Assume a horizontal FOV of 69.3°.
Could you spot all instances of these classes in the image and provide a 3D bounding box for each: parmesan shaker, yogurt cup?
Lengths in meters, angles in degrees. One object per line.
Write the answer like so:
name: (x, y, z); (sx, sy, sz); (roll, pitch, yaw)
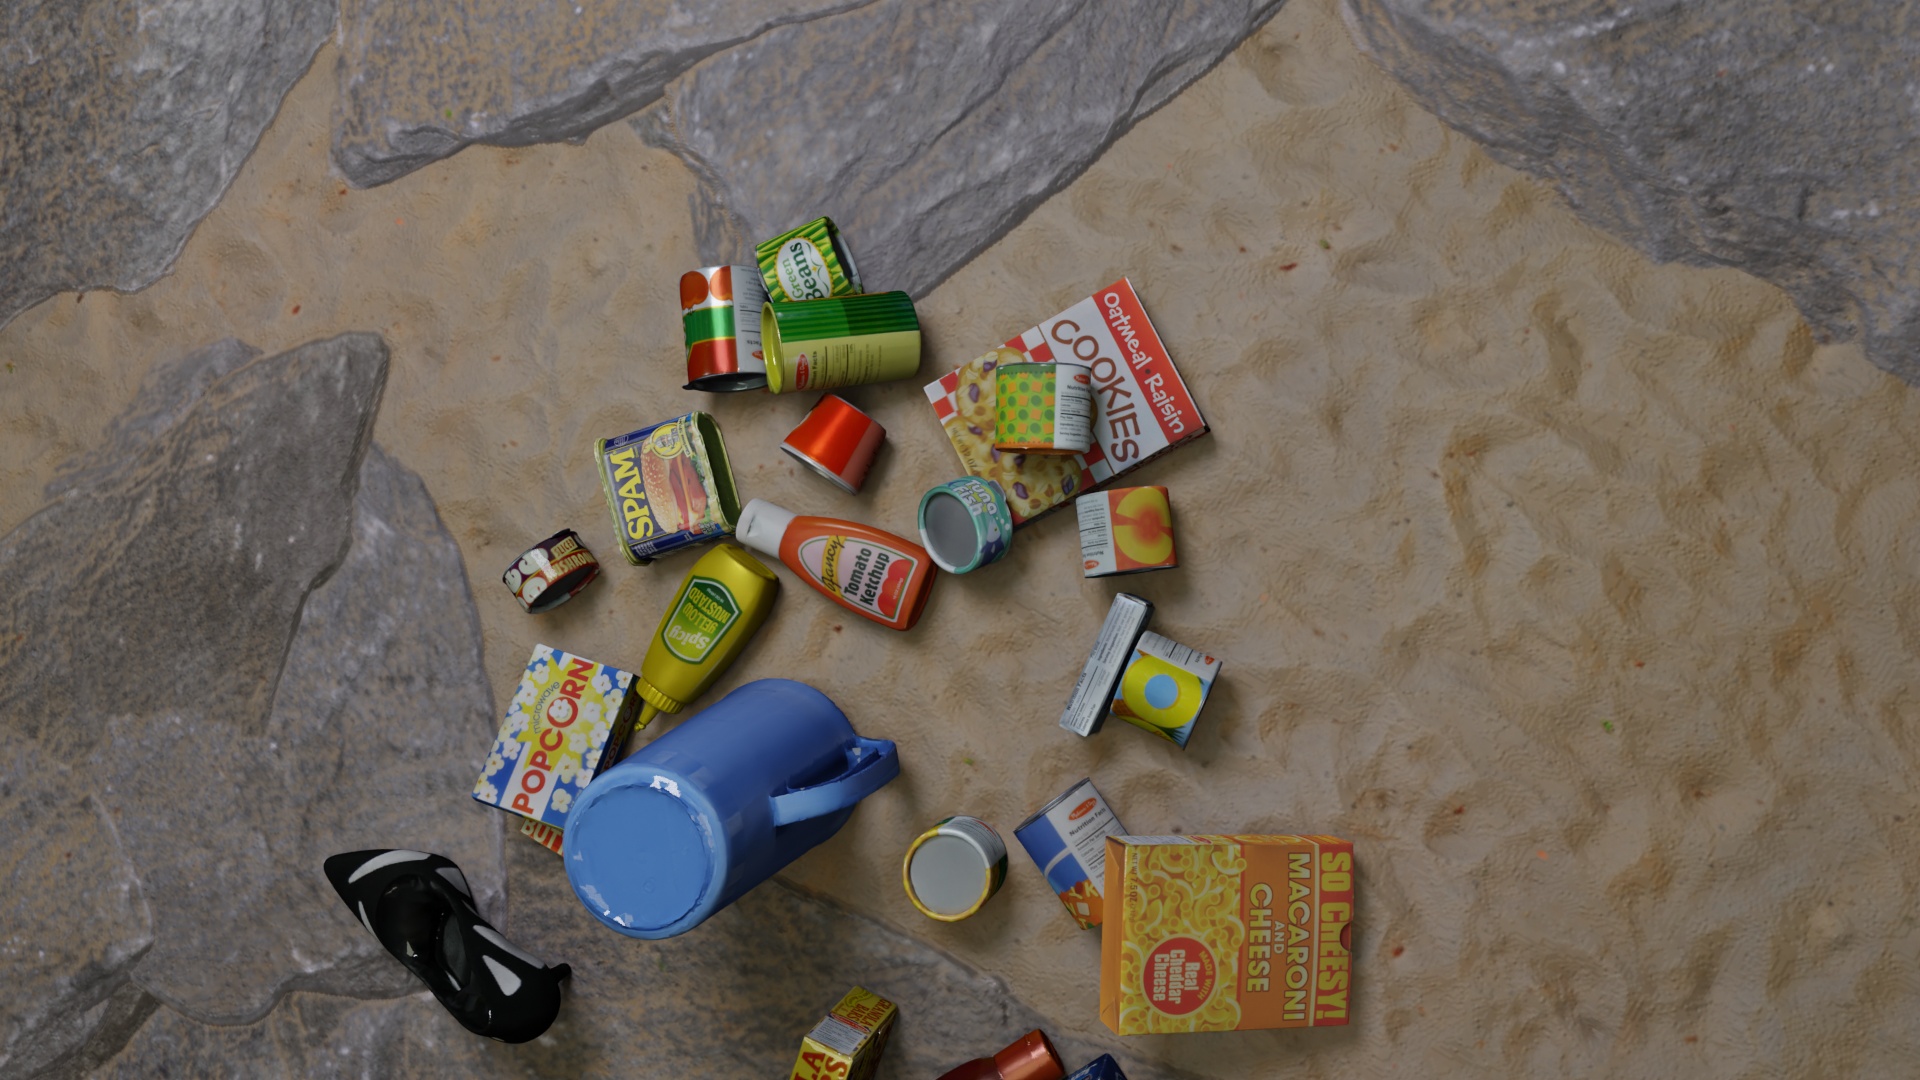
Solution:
parmesan shaker: (-0.088, -0.143, 1.008); (0.103, 0.071, 0.071); (-9, 85, -18)
yogurt cup: (-0.091, -0.073, 1.025); (0.072, 0.072, 0.054); (32, 86, 12)

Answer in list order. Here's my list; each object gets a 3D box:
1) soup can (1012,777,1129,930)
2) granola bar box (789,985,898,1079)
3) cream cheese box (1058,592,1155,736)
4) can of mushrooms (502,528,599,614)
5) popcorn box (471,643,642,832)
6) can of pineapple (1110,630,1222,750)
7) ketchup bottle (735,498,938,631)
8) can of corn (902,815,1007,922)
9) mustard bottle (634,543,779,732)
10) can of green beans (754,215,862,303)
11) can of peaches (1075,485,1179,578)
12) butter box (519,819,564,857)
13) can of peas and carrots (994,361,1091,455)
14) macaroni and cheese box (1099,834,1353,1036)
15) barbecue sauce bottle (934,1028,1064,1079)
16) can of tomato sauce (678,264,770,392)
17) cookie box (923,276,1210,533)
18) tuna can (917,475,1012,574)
soup can: (0.086, 0.220, 0.972); (0.071, 0.071, 0.084); (-37, 81, 8)
granola bar box: (-0.100, 0.411, 0.969); (0.039, 0.124, 0.165); (20, 92, 12)
cream cheese box: (0.104, 0.087, 0.980); (0.024, 0.053, 0.103); (25, 92, 14)
can of mushrooms: (-0.312, 0.024, 1.063); (0.071, 0.071, 0.033); (-39, 81, 8)
popcorn box: (-0.302, 0.151, 1.053); (0.085, 0.038, 0.127); (16, 74, 12)
can of pineapple: (0.142, 0.105, 0.965); (0.058, 0.071, 0.071); (23, 92, 12)
ketchup bottle: (-0.093, 0.012, 1.031); (0.149, 0.043, 0.064); (22, 98, 13)
can of corn: (-0.005, 0.236, 0.992); (0.071, 0.058, 0.071); (-1, 87, 12)
mustard bottle: (-0.201, 0.081, 1.047); (0.065, 0.049, 0.160); (34, 94, 13)
can of green beans: (-0.112, -0.201, 1.034); (0.058, 0.071, 0.071); (-21, 83, 10)
can of peaches: (0.119, -0.006, 0.977); (0.071, 0.071, 0.058); (-8, 85, 12)
butter box: (-0.284, 0.224, 1.069); (0.103, 0.024, 0.053); (27, 93, 12)
can of peas and carrots: (0.055, -0.090, 0.953); (0.071, 0.071, 0.058); (1, 89, 12)
macaroni and cheese box: (0.179, 0.261, 0.927); (0.167, 0.040, 0.123); (3, 88, -14)
barbecue sauce bottle: (0.002, 0.400, 0.983); (0.148, 0.065, 0.043); (-33, 103, 0)
can of tomato sauce: (-0.177, -0.158, 1.046); (0.071, 0.071, 0.083); (-7, 85, 12)
cookie box: (0.077, -0.095, 1.003); (0.167, 0.040, 0.123); (-28, 82, 10)
tuna can: (0.004, -0.012, 0.985); (0.071, 0.033, 0.070); (21, 120, 41)
